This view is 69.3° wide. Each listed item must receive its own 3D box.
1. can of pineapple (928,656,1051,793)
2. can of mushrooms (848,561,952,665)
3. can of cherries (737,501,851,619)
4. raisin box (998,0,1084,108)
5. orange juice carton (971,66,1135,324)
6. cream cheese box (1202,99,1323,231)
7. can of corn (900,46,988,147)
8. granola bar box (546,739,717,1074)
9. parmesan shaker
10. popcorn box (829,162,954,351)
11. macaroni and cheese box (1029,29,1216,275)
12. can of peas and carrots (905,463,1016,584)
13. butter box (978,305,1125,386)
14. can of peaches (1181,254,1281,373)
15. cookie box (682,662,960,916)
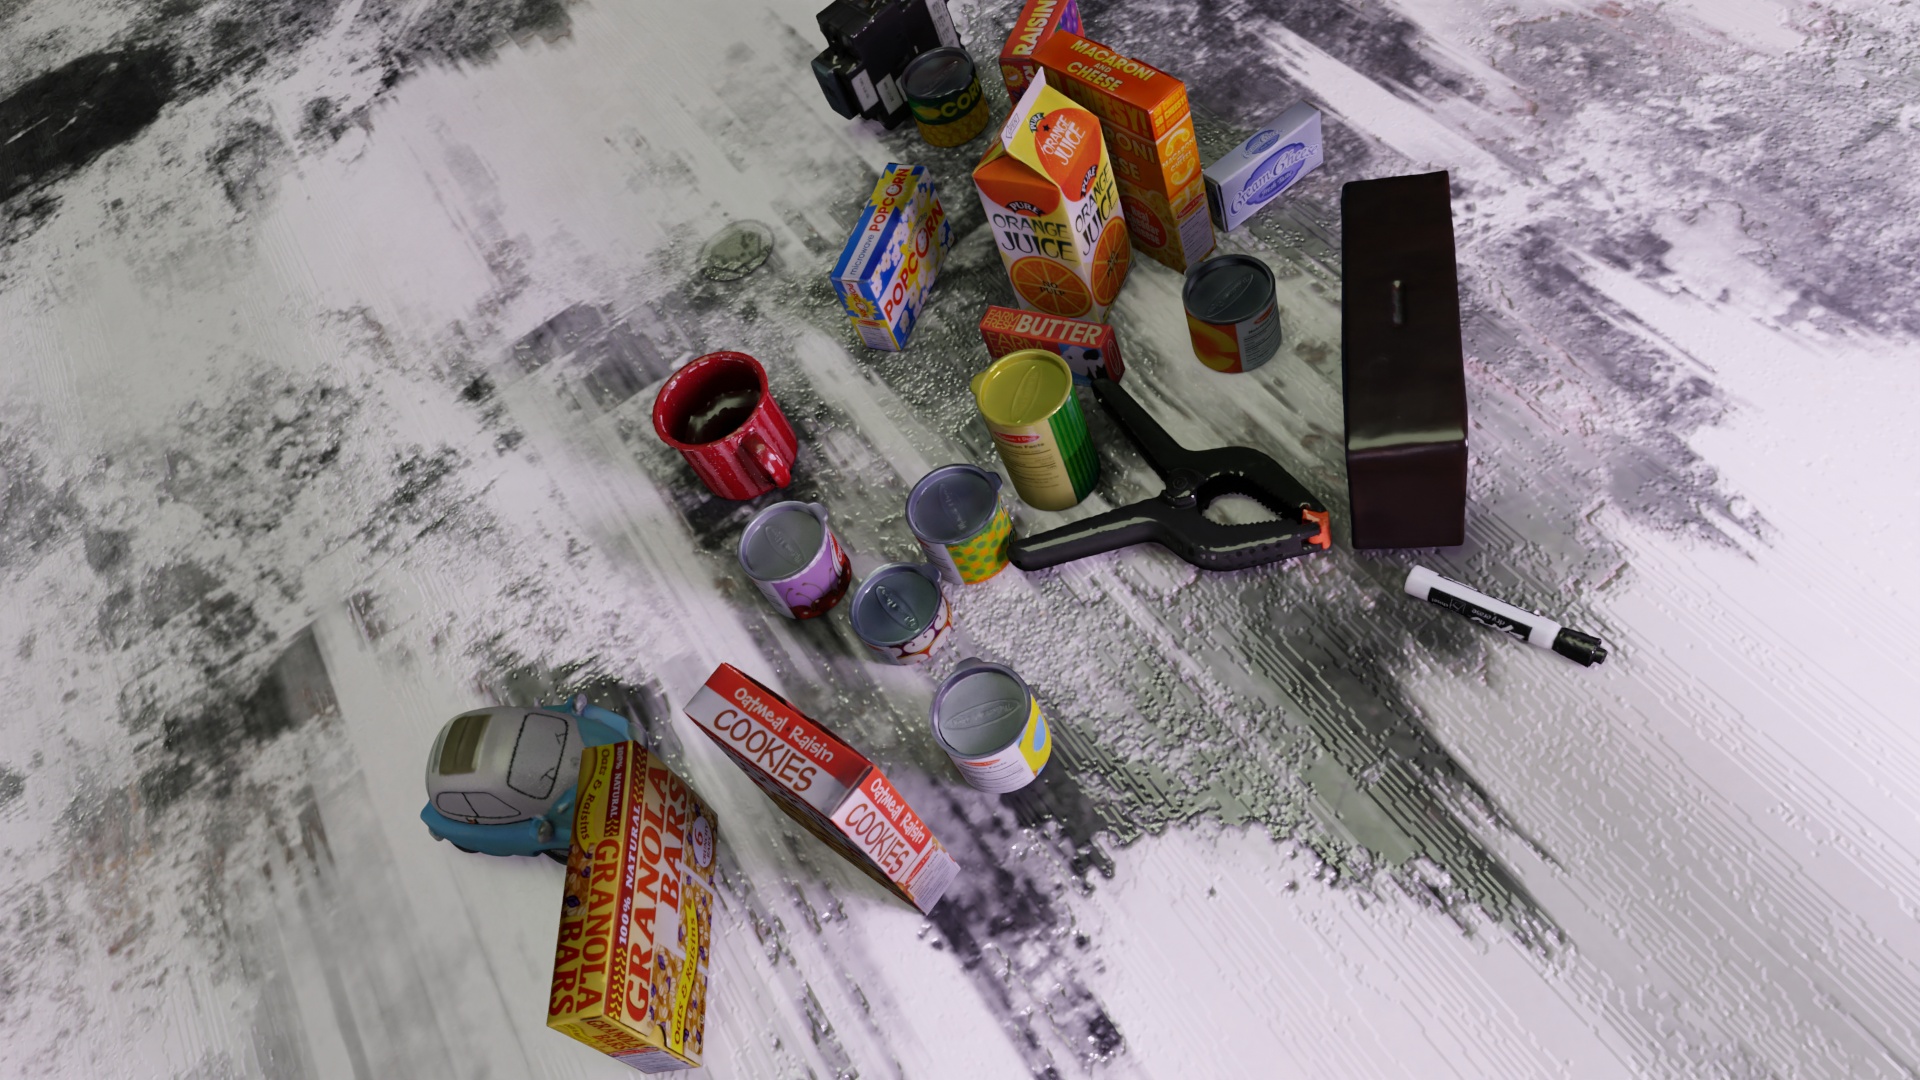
[{"bbox_3d":[0.020,0.117,0.877,0.071,0.057,0.071,-9,55,13],"label":"can of pineapple"},{"bbox_3d":[-0.039,0.049,0.957,0.071,0.033,0.071,-9,55,13],"label":"can of mushrooms"},{"bbox_3d":[-0.115,0.013,0.992,0.071,0.058,0.072,-9,55,13],"label":"can of cherries"},{"bbox_3d":[0.076,-0.378,1.148,0.040,0.123,0.086,11,62,25],"label":"raisin box"},{"bbox_3d":[0.068,-0.250,1.023,0.073,0.192,0.072,15,64,27],"label":"orange juice carton"},{"bbox_3d":[0.236,-0.290,1.079,0.104,0.053,0.024,-37,54,-7],"label":"cream cheese box"},{"bbox_3d":[-0.011,-0.390,1.227,0.071,0.058,0.071,-9,55,13],"label":"can of corn"},{"bbox_3d":[-0.192,0.221,0.838,0.039,0.123,0.166,-11,55,12],"label":"granola bar box"},{"bbox_3d":[0.053,-0.076,0.967,0.071,0.102,0.071,-9,55,13],"label":"parmesan shaker"},{"bbox_3d":[-0.053,-0.227,1.116,0.038,0.085,0.127,10,61,24],"label":"popcorn box"},{"bbox_3d":[0.125,-0.291,1.047,0.040,0.165,0.124,-44,55,-12],"label":"macaroni and cheese box"},{"bbox_3d":[0.003,-0.012,0.969,0.071,0.058,0.071,-9,55,13],"label":"can of peas and carrots"},{"bbox_3d":[0.068,-0.144,1.039,0.103,0.053,0.024,14,64,26],"label":"butter box"},{"bbox_3d":[0.196,-0.165,1.006,0.071,0.058,0.071,-9,55,13],"label":"can of peaches"},{"bbox_3d":[-0.078,0.148,0.821,0.123,0.166,0.040,28,70,32],"label":"cookie box"}]
